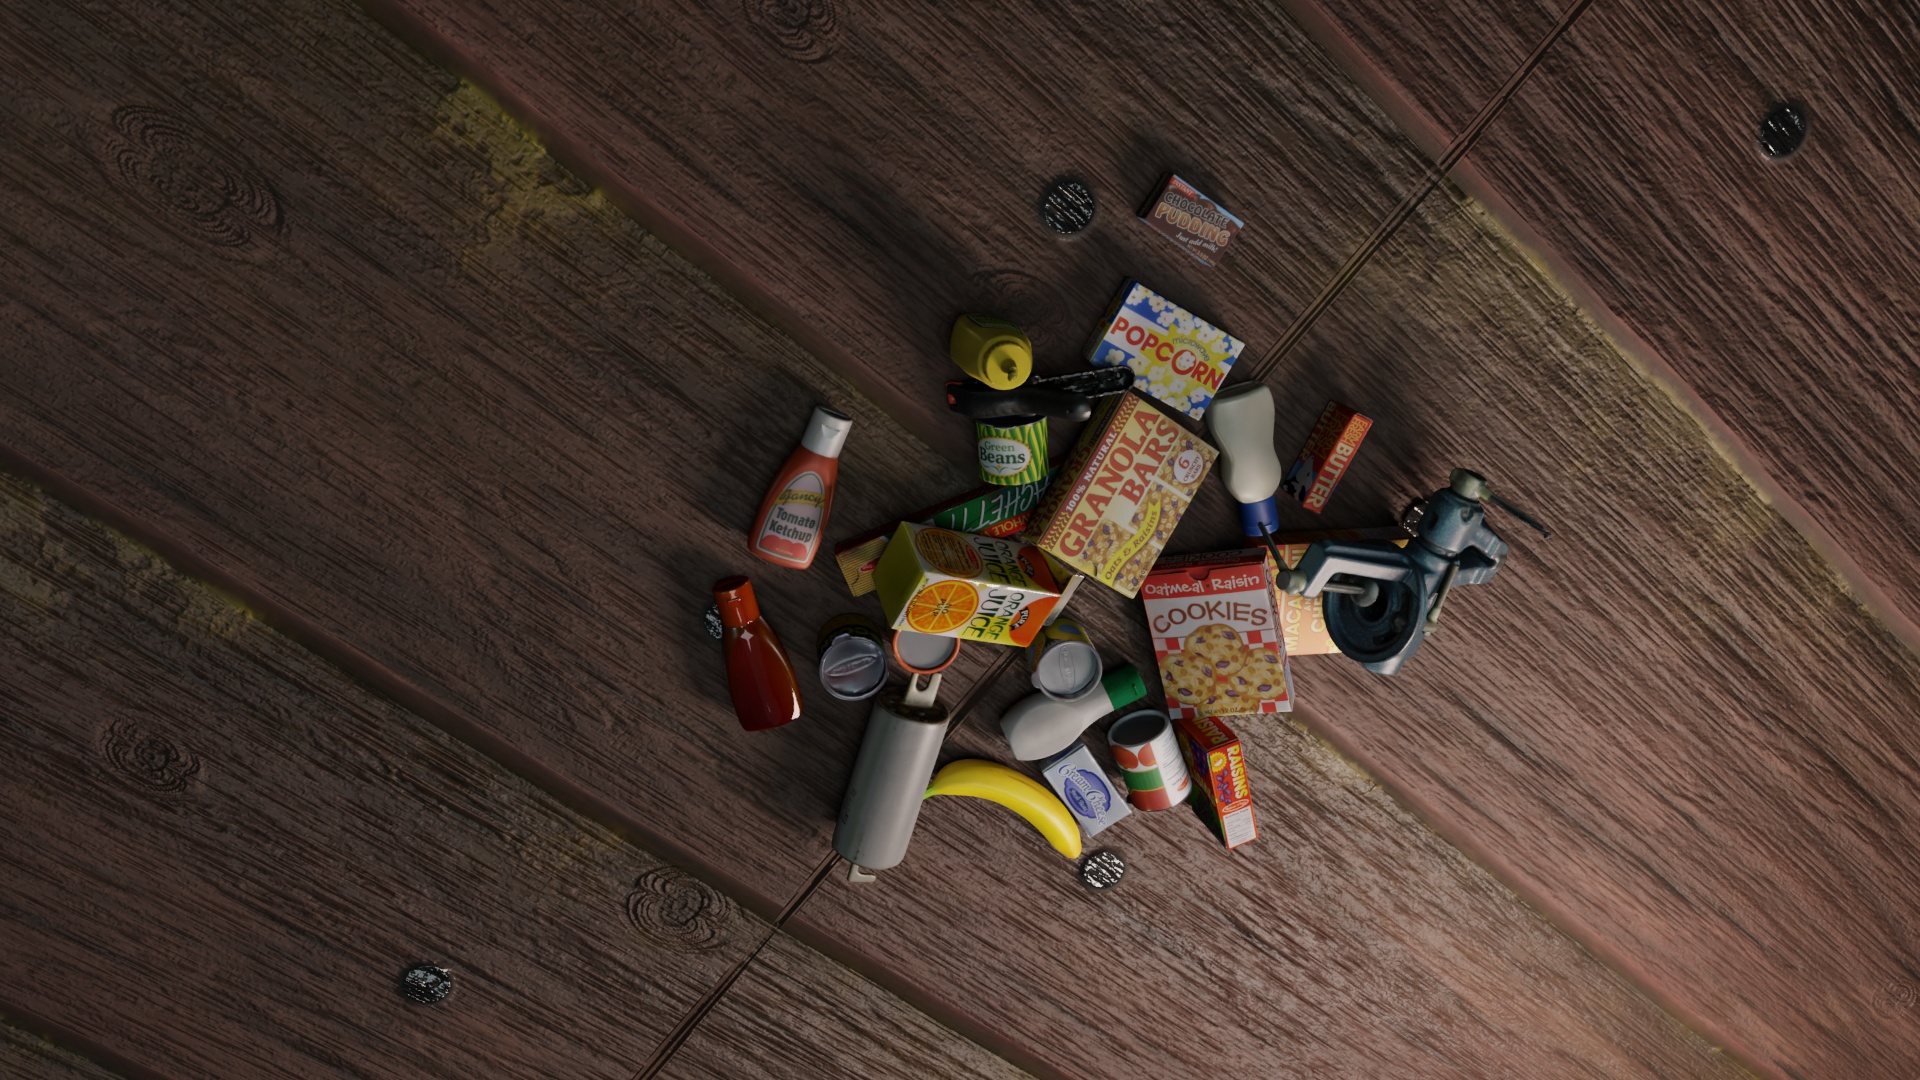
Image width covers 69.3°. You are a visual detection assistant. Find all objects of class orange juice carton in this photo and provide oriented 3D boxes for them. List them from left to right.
[{"bbox_3d":[0.022,0.045,1.299,0.193,0.073,0.071,10,127,-30],"label":"orange juice carton"}]

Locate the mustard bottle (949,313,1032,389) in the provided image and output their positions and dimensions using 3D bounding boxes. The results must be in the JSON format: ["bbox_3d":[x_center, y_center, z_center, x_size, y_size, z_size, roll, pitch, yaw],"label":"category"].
[{"bbox_3d":[0.032,-0.161,1.201,0.065,0.161,0.048,7,108,-14],"label":"mustard bottle"}]

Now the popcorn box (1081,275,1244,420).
[{"bbox_3d":[0.187,-0.178,1.288,0.127,0.038,0.085,26,103,-18],"label":"popcorn box"}]

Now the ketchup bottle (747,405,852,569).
[{"bbox_3d":[-0.143,-0.050,1.274,0.065,0.044,0.148,19,105,-16],"label":"ketchup bottle"}]

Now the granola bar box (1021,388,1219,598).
[{"bbox_3d":[0.151,-0.045,1.305,0.124,0.039,0.165,29,92,-28],"label":"granola bar box"}]

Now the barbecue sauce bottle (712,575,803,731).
[{"bbox_3d":[-0.198,0.107,1.321,0.065,0.044,0.148,-16,111,-4],"label":"barbecue sauce bottle"}]

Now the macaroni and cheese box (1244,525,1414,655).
[{"bbox_3d":[0.369,0.052,1.404,0.167,0.040,0.123,-3,110,-9],"label":"macaroni and cheese box"}]

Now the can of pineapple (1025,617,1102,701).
[{"bbox_3d":[0.099,0.117,1.370,0.071,0.058,0.070,-3,110,-9],"label":"can of pineapple"}]

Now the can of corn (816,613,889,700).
[{"bbox_3d":[-0.105,0.108,1.330,0.071,0.058,0.071,-3,111,-9],"label":"can of corn"}]

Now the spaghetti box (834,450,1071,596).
[{"bbox_3d":[0.005,-0.017,1.320,0.250,0.029,0.050,-22,112,-2],"label":"spaghetti box"}]

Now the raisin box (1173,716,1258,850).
[{"bbox_3d":[0.261,0.242,1.429,0.040,0.086,0.123,-18,113,-9],"label":"raisin box"}]

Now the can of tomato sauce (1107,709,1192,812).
[{"bbox_3d":[0.192,0.225,1.423,0.071,0.071,0.082,-22,112,-1],"label":"can of tomato sauce"}]

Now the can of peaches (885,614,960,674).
[{"bbox_3d":[-0.036,0.090,1.336,0.071,0.058,0.071,-3,110,-9],"label":"can of peaches"}]

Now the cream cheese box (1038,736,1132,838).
[{"bbox_3d":[0.130,0.257,1.445,0.053,0.024,0.103,-34,112,3],"label":"cream cheese box"}]

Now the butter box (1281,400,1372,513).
[{"bbox_3d":[0.354,-0.082,1.345,0.024,0.053,0.103,22,105,-19],"label":"butter box"}]

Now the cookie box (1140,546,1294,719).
[{"bbox_3d":[0.253,0.093,1.370,0.123,0.040,0.166,-7,112,21],"label":"cookie box"}]

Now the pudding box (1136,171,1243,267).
[{"bbox_3d":[0.207,-0.290,1.255,0.083,0.030,0.049,30,101,-19],"label":"pudding box"}]

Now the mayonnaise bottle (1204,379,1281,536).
[{"bbox_3d":[0.278,-0.077,1.341,0.065,0.041,0.147,-18,113,-6],"label":"mayonnaise bottle"}]

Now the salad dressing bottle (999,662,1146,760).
[{"bbox_3d":[0.114,0.171,1.401,0.148,0.044,0.064,-25,110,-2],"label":"salad dressing bottle"}]

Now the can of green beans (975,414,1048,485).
[{"bbox_3d":[0.048,-0.088,1.281,0.071,0.071,0.057,-7,112,-8],"label":"can of green beans"}]
